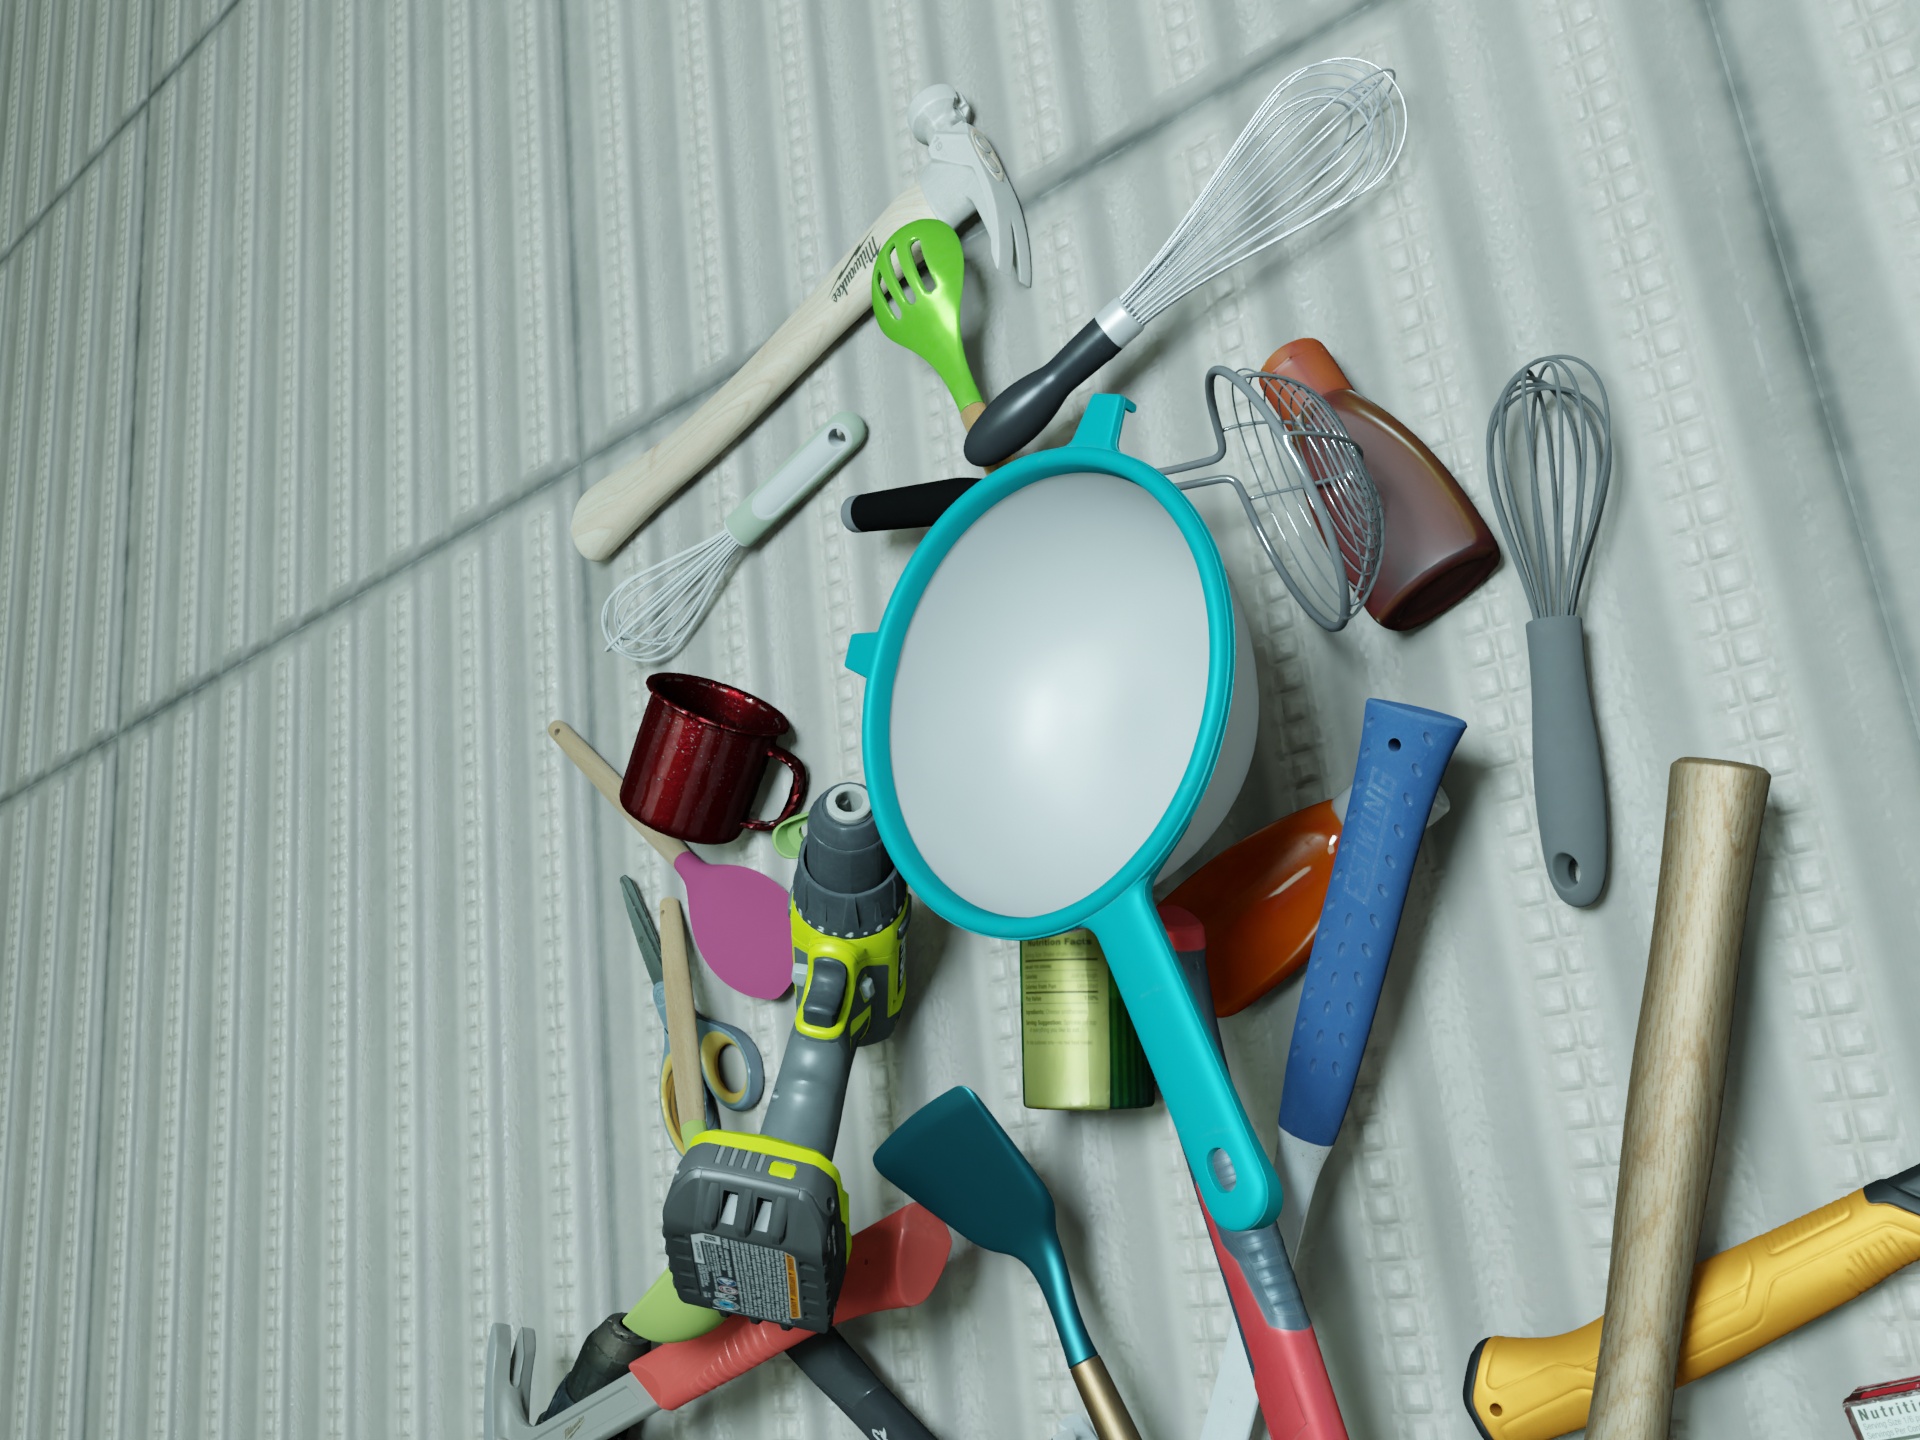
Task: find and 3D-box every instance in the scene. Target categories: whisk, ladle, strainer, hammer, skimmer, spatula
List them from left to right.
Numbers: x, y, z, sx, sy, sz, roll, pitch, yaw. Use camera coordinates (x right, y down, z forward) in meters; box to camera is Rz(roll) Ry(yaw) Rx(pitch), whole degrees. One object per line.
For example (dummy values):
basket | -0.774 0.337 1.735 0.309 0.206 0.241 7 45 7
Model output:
ladle | -0.167 0.210 0.918 0.078 0.062 0.321 -49 34 21
hammer | -0.146 0.343 0.874 0.359 0.036 0.149 -37 45 26
whisk | -0.151 -0.118 1.041 0.246 0.059 0.058 -39 97 24
hammer | -0.123 -0.222 1.043 0.410 0.038 0.146 -36 61 31
hammer | -0.056 0.354 0.853 0.335 0.035 0.146 29 117 44
strainer | -0.017 0.040 0.837 0.256 0.069 0.151 -20 94 33
skimmer | 0.048 -0.101 0.787 0.363 0.090 0.127 2 127 45
spatula | 0.059 0.318 0.717 0.082 0.044 0.318 -46 60 33
strainer | 0.077 0.045 0.666 0.211 0.095 0.341 -42 54 32
whisk | 0.105 -0.225 0.811 0.284 0.070 0.070 -40 58 22
hammer | 0.124 0.265 0.655 0.143 0.038 0.387 -45 55 51
hammer | 0.143 0.189 0.698 0.144 0.035 0.405 20 102 42
whisk | 0.256 -0.041 0.676 0.055 0.055 0.239 -8 80 40
hammer | 0.261 0.178 0.588 0.130 0.031 0.331 6 84 43
hammer | 0.328 0.193 0.569 0.337 0.034 0.127 -41 56 27

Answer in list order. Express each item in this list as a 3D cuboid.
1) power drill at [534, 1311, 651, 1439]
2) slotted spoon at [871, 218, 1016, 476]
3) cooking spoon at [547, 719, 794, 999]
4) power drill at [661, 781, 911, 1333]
power drill | -0.191 0.486 0.934 0.227 0.080 0.188 34 103 43
slotted spoon | 0.018 -0.154 0.888 0.070 0.031 0.314 -35 69 30
cooking spoon | -0.197 0.079 1.056 0.319 0.017 0.069 37 94 39
power drill | -0.074 0.160 0.784 0.080 0.190 0.229 10 50 5
